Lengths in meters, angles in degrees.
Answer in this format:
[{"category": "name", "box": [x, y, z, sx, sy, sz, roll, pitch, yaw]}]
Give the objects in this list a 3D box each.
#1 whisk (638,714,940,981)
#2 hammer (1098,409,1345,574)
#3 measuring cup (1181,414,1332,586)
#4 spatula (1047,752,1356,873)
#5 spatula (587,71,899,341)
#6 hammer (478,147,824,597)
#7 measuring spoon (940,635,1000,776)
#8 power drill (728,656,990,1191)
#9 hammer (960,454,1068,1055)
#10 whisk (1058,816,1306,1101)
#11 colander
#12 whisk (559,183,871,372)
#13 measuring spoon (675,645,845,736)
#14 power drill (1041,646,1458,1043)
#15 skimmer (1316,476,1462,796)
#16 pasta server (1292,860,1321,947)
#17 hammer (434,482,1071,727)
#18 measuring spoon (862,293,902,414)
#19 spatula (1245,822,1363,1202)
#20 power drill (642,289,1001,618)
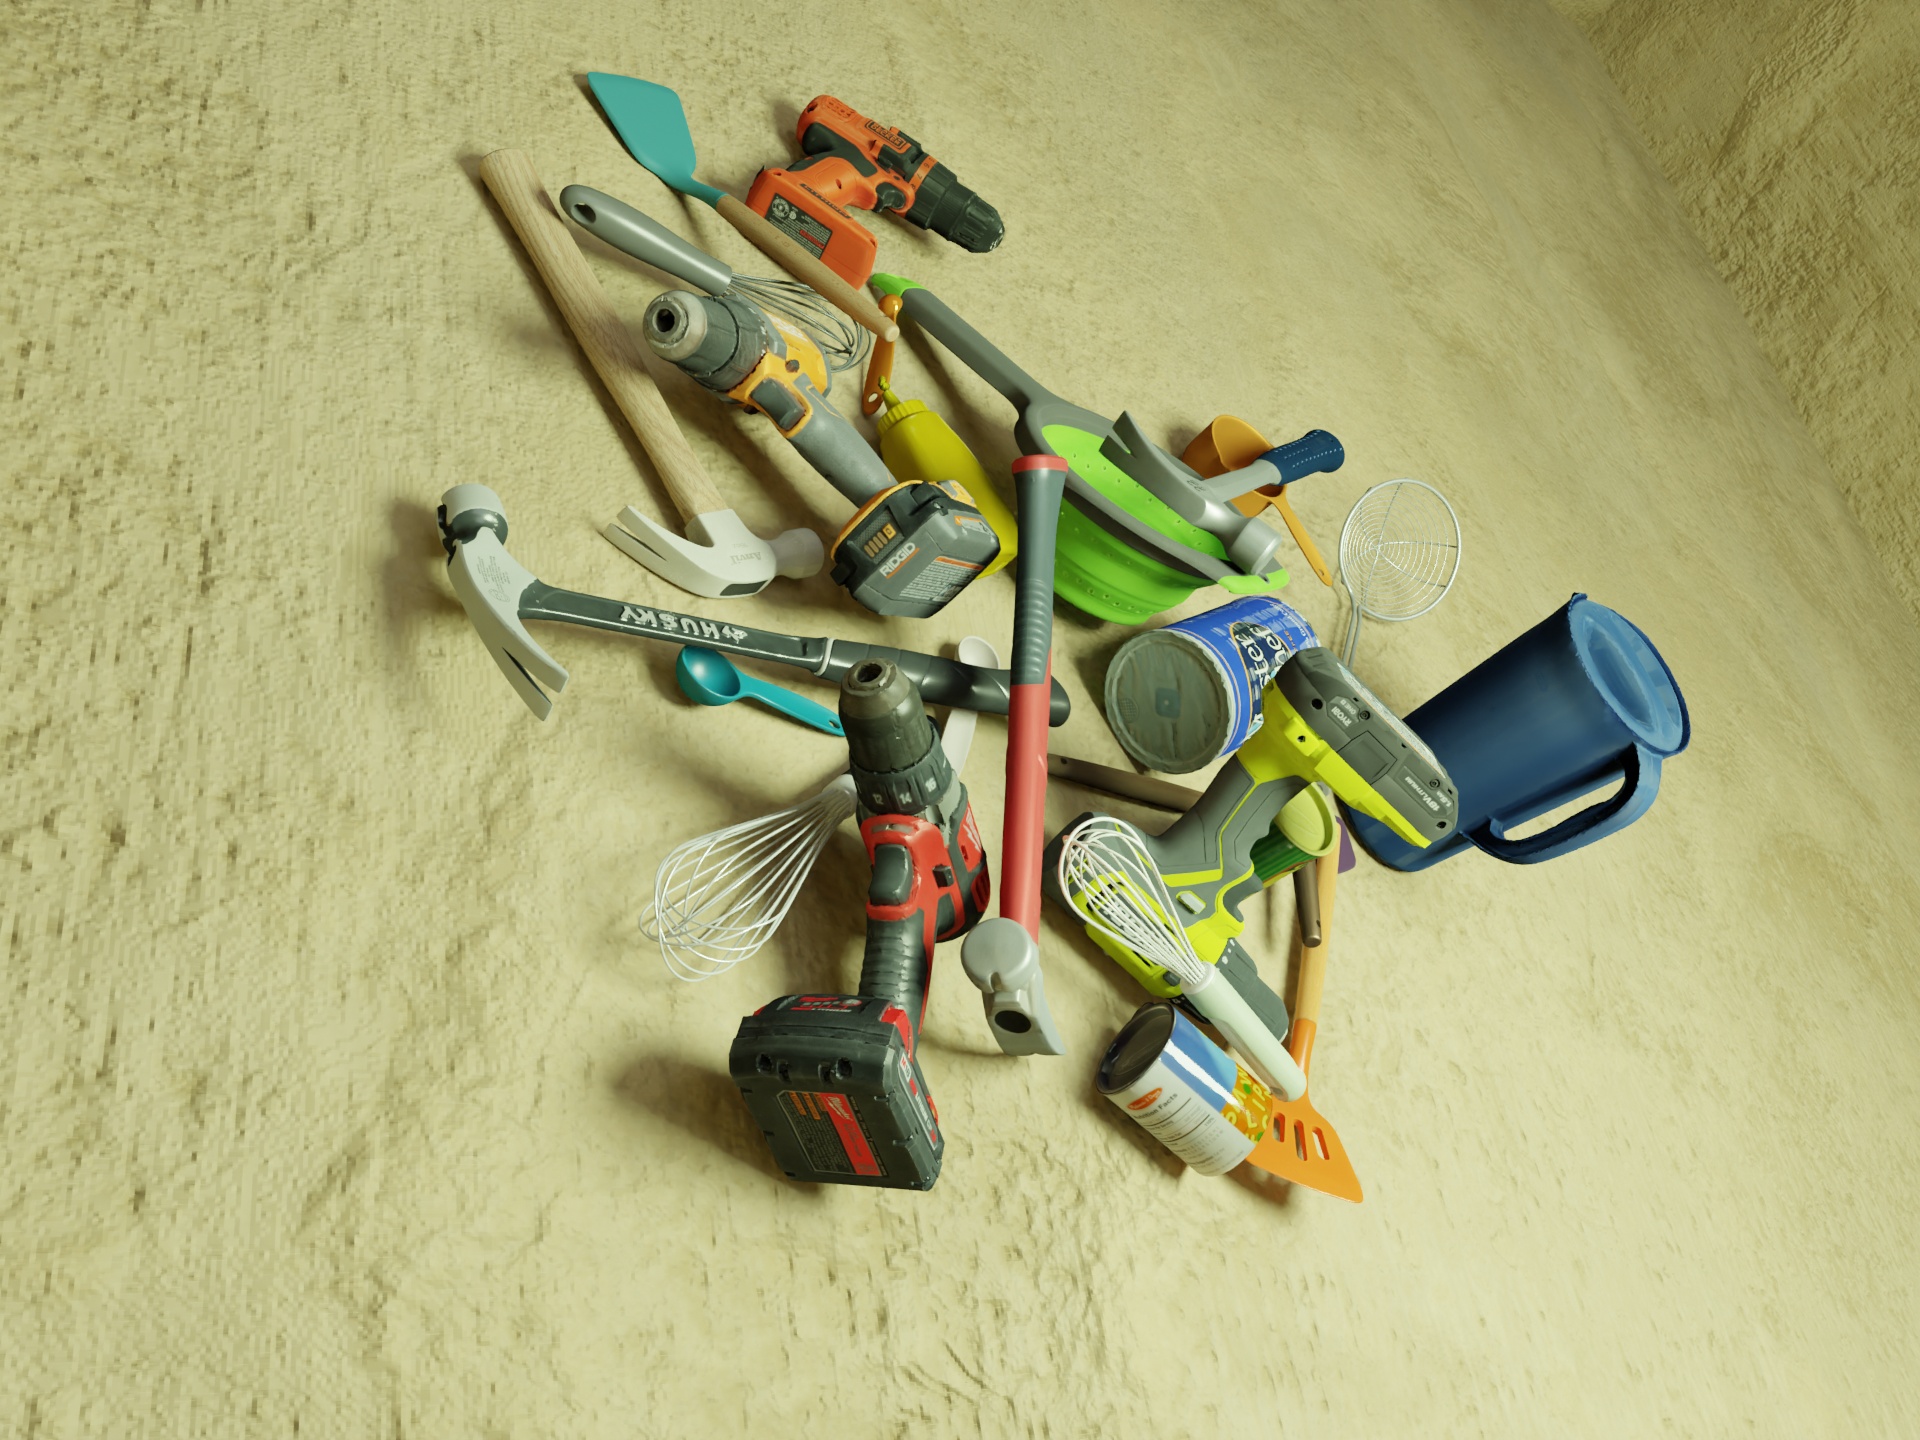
[{"category": "whisk", "box": [-0.081, 0.057, 0.883, 0.070, 0.070, 0.284, 50, 35, 0]}, {"category": "hammer", "box": [0.231, -0.196, 1.236, 0.144, 0.035, 0.405, 40, 27, 12]}, {"category": "measuring cup", "box": [0.253, -0.176, 1.359, 0.095, 0.052, 0.174, -23, 79, -48]}, {"category": "spatula", "box": [0.178, 0.063, 1.137, 0.315, 0.018, 0.060, 16, 50, -35]}, {"category": "spatula", "box": [-0.145, -0.353, 1.094, 0.318, 0.044, 0.082, 43, 32, 26]}, {"category": "hammer", "box": [-0.212, -0.218, 0.985, 0.130, 0.031, 0.331, -19, 74, -48]}, {"category": "measuring spoon", "box": [-0.002, -0.003, 1.031, 0.034, 0.018, 0.124, 32, 50, -21]}, {"category": "power drill", "box": [-0.042, 0.099, 0.804, 0.227, 0.080, 0.187, -74, 157, -44]}, {"category": "hammer", "box": [0.043, 0.004, 0.951, 0.143, 0.038, 0.387, 69, 21, -56]}, {"category": "whisk", "box": [0.136, 0.148, 0.942, 0.059, 0.058, 0.246, -49, 115, -19]}, {"category": "colander", "box": [0.056, -0.188, 1.175, 0.397, 0.094, 0.204, 44, 28, 20]}, {"category": "whisk", "box": [-0.158, -0.295, 1.060, 0.238, 0.055, 0.055, 21, 48, -37]}, {"category": "measuring spoon", "box": [-0.116, -0.009, 0.931, 0.128, 0.021, 0.042, 24, 32, -39]}, {"category": "power drill", "box": [0.188, 0.086, 0.977, 0.190, 0.228, 0.080, 43, 17, -10]}, {"category": "skimmer", "box": [0.352, -0.071, 1.335, 0.127, 0.090, 0.363, 47, 41, -18]}, {"category": "pasta server", "box": [0.255, 0.037, 1.192, 0.060, 0.040, 0.317, 36, 37, -27]}, {"category": "hammer", "box": [-0.092, -0.038, 0.919, 0.408, 0.036, 0.149, 10, 38, -38]}, {"category": "measuring spoon", "box": [-0.059, -0.269, 1.159, 0.011, 0.021, 0.117, 47, 42, -47]}, {"category": "spatula", "box": [0.241, 0.183, 1.079, 0.081, 0.041, 0.323, 21, 46, -1]}, {"category": "power drill", "box": [-0.089, -0.170, 0.972, 0.226, 0.084, 0.185, 50, 14, 10]}]
